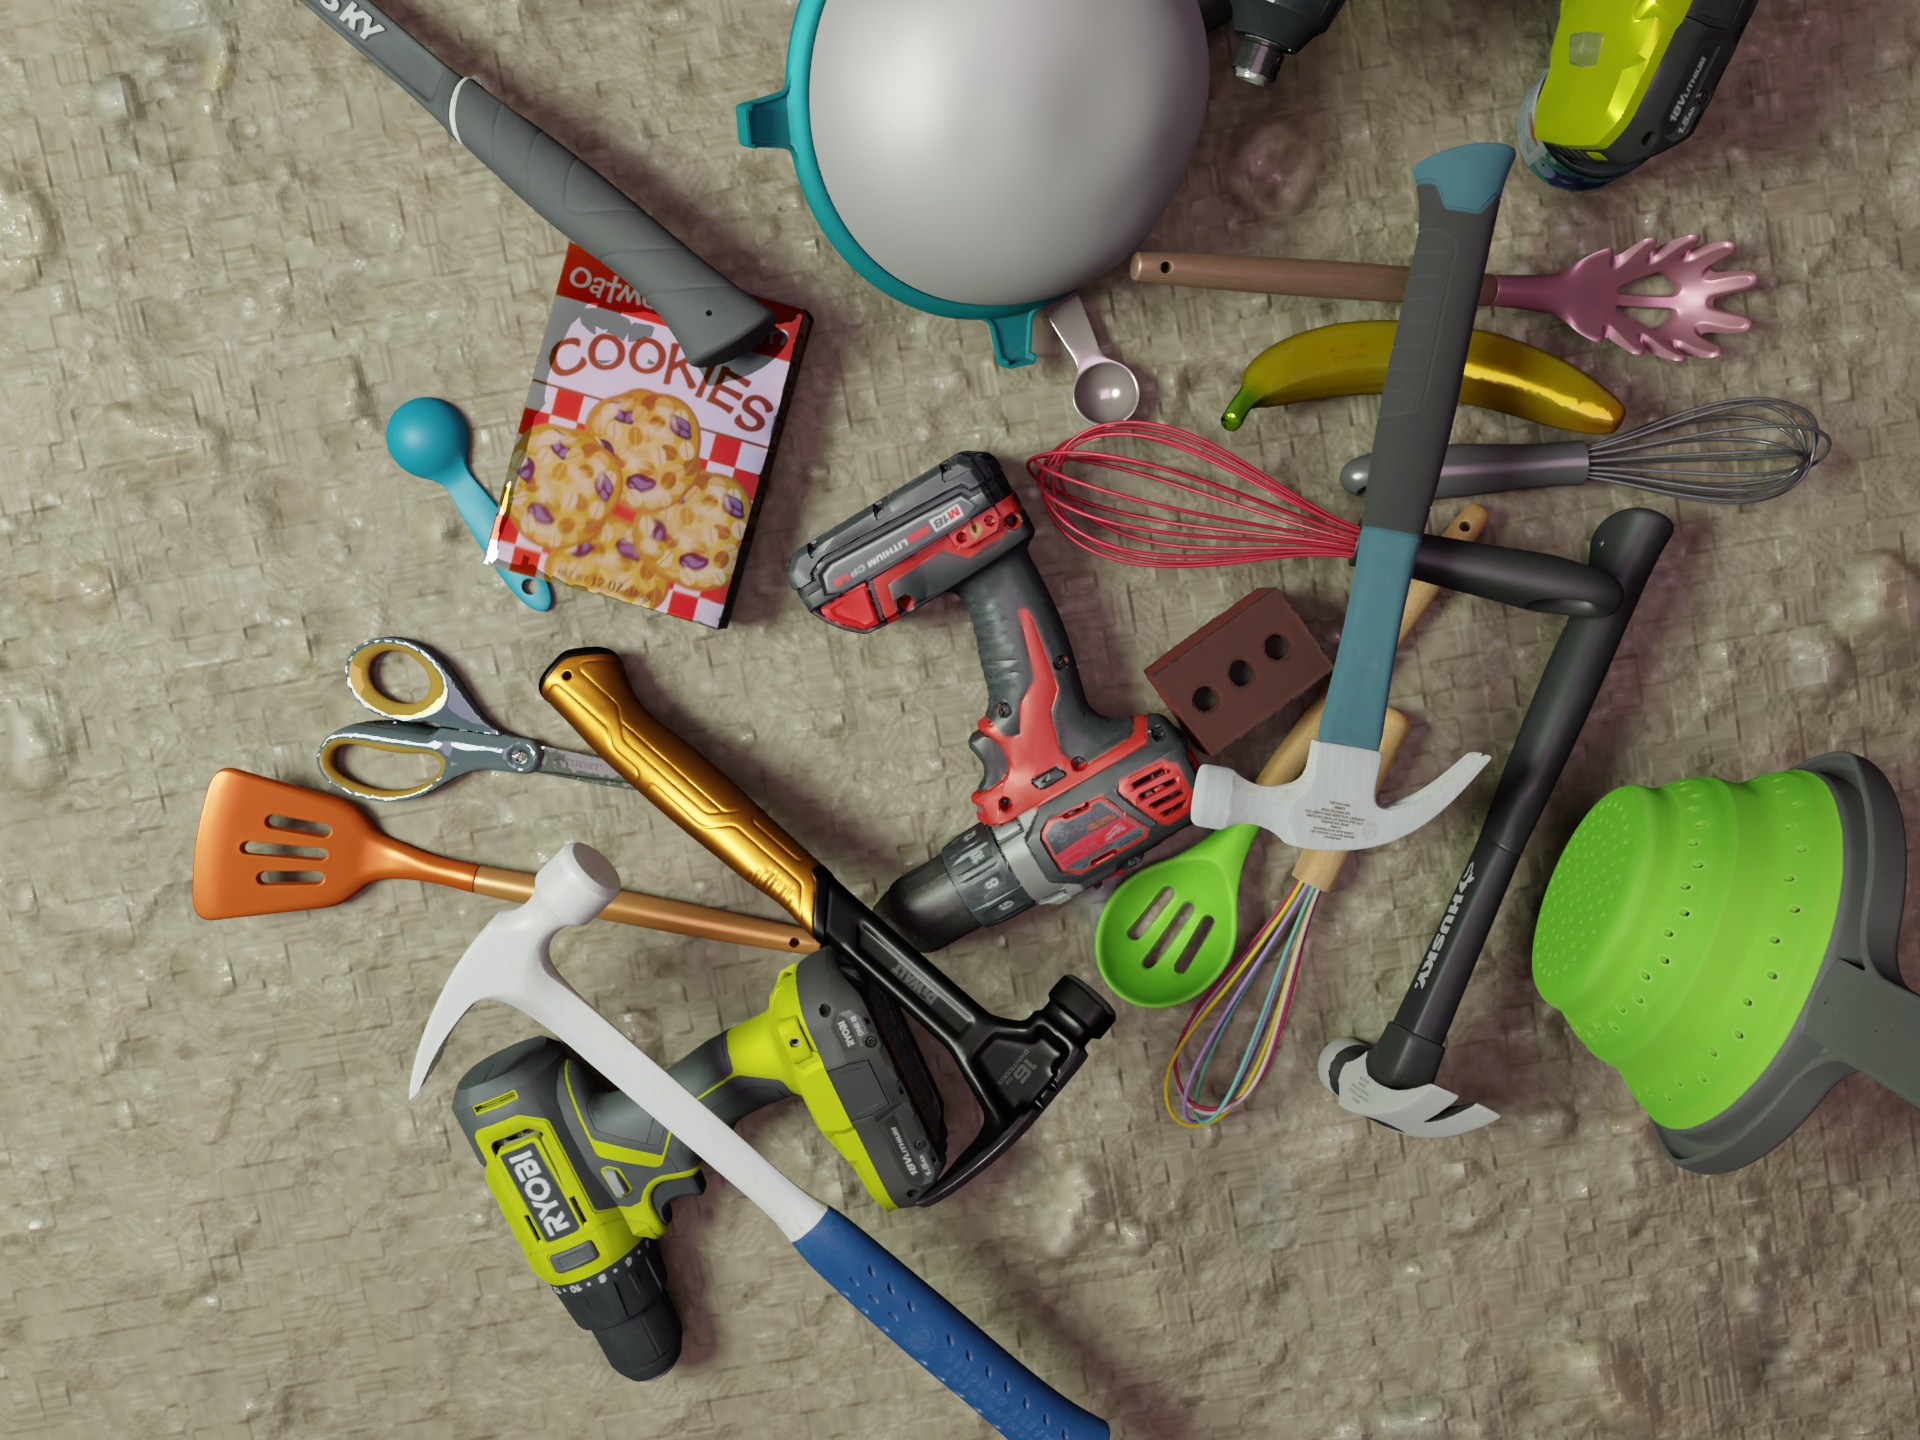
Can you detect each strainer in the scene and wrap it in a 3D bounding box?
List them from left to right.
[{"bbox_3d":[0.074,-0.325,0.701,0.210,0.095,0.340,33,99,-37],"label":"strainer"}]

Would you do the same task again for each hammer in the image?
[{"bbox_3d":[-0.251,-0.312,0.772,0.409,0.036,0.149,40,93,5],"label":"hammer"},{"bbox_3d":[-0.090,0.081,0.778,0.337,0.034,0.127,40,81,17],"label":"hammer"},{"bbox_3d":[-0.086,0.242,0.776,0.144,0.035,0.405,-44,101,11],"label":"hammer"},{"bbox_3d":[0.201,-0.101,0.736,0.128,0.033,0.331,11,94,4],"label":"hammer"},{"bbox_3d":[0.276,0.049,0.791,0.035,0.146,0.335,25,87,-5],"label":"hammer"}]

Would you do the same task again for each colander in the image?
[{"bbox_3d":[0.322,0.101,0.653,0.094,0.397,0.204,21,96,4],"label":"colander"}]

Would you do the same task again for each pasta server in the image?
[{"bbox_3d":[0.235,-0.210,0.768,0.316,0.040,0.060,0,101,-14],"label":"pasta server"}]

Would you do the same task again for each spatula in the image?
[{"bbox_3d":[-0.232,0.090,0.835,0.322,0.041,0.081,11,95,-1],"label":"spatula"}]

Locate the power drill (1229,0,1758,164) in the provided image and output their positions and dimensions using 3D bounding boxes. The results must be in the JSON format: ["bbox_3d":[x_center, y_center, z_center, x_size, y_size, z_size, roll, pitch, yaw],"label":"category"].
[{"bbox_3d":[0.230,-0.336,0.695,0.223,0.080,0.171,14,108,-19],"label":"power drill"}]

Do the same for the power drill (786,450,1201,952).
[{"bbox_3d":[-0.001,-0.003,0.807,0.188,0.080,0.226,-30,98,8],"label":"power drill"}]

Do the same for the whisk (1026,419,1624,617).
[{"bbox_3d":[0.175,-0.092,0.781,0.296,0.073,0.073,14,96,8],"label":"whisk"}]

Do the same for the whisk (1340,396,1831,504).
[{"bbox_3d":[0.313,-0.131,0.804,0.239,0.055,0.055,-3,96,5],"label":"whisk"}]

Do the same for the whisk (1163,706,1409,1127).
[{"bbox_3d":[0.171,0.104,0.831,0.047,0.051,0.245,26,93,4],"label":"whisk"}]

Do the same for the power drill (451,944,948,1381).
[{"bbox_3d":[-0.126,0.231,0.831,0.228,0.080,0.190,-23,100,5],"label":"power drill"}]

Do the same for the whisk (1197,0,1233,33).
[{"bbox_3d":[0.209,-0.378,0.775,0.284,0.070,0.070,-14,96,7],"label":"whisk"}]

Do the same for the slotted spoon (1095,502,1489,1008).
[{"bbox_3d":[0.177,0.017,0.828,0.070,0.031,0.314,37,93,18],"label":"slotted spoon"}]

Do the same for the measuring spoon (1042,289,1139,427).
[{"bbox_3d":[0.055,-0.207,0.817,0.034,0.018,0.124,-26,88,1],"label":"measuring spoon"}]

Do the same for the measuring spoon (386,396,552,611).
[{"bbox_3d":[-0.253,-0.110,0.823,0.042,0.021,0.128,-34,95,4],"label":"measuring spoon"}]
